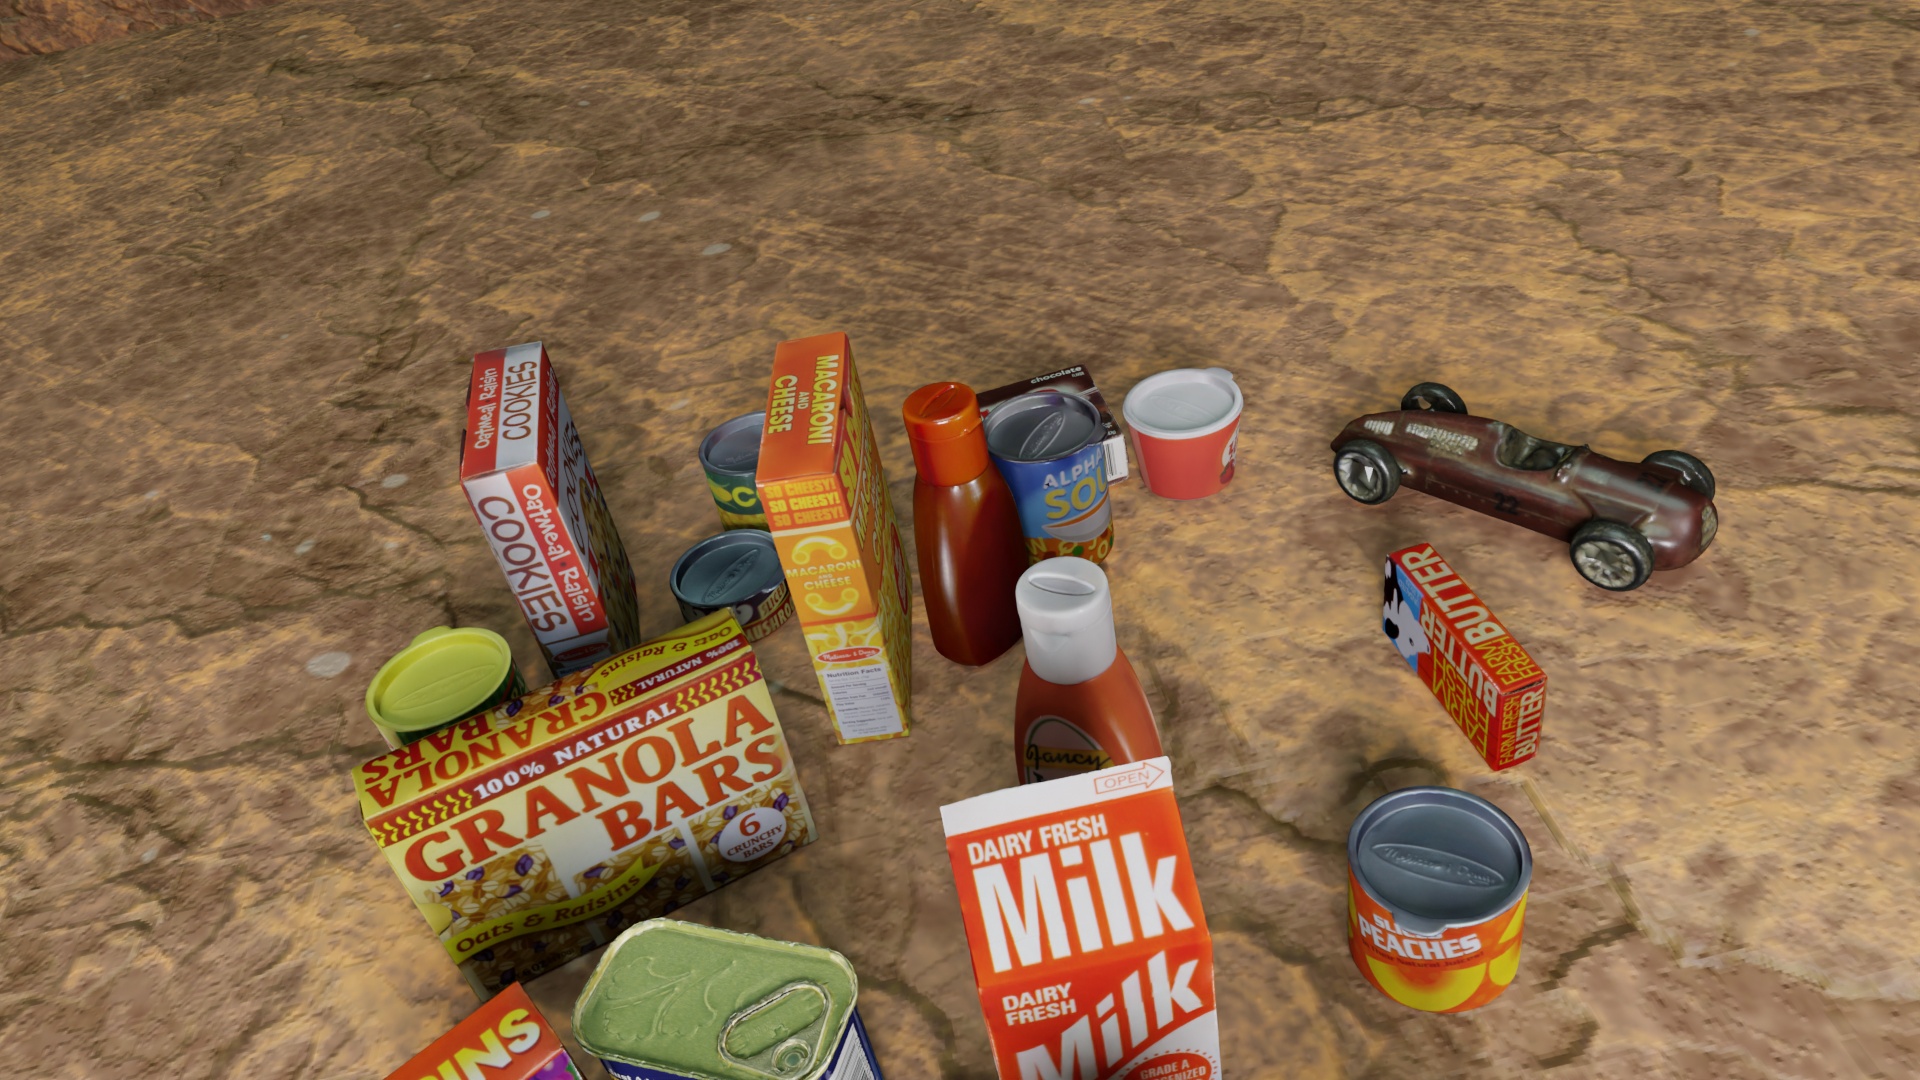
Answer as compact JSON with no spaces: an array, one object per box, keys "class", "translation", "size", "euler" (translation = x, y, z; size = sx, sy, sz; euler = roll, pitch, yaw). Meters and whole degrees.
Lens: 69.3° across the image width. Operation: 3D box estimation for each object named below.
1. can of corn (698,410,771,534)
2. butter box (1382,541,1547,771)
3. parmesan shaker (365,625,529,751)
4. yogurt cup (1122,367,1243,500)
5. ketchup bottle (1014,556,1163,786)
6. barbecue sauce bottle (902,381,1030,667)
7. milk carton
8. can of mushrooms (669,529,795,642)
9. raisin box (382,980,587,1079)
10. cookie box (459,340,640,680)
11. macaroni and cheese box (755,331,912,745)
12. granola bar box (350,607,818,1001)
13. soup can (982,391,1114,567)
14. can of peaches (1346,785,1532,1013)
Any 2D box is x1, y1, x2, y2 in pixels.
[{"class":"can of corn","translation":[-0.117,-0.036,0.839],"size":[0.071,0.058,0.071],"euler":[-7,38,6]},{"class":"butter box","translation":[0.230,0.052,0.641],"size":[0.024,0.052,0.104],"euler":[-16,38,-6]},{"class":"parmesan shaker","translation":[-0.229,0.099,0.661],"size":[0.071,0.102,0.072],"euler":[-7,38,6]},{"class":"yogurt cup","translation":[0.131,-0.060,0.808],"size":[0.072,0.053,0.073],"euler":[-7,38,6]},{"class":"ketchup bottle","translation":[0.051,0.073,0.583],"size":[0.065,0.148,0.044],"euler":[9,42,25]},{"class":"barbecue sauce bottle","translation":[0.002,-0.009,0.700],"size":[0.044,0.147,0.065],"euler":[17,46,32]},{"class":"milk carton","translation":[0.042,0.143,0.463],"size":[0.072,0.189,0.074],"euler":[-13,38,-1]},{"class":"can of mushrooms","translation":[-0.125,0.027,0.782],"size":[0.071,0.033,0.071],"euler":[-7,38,6]},{"class":"raisin box","translation":[-0.158,0.221,0.471],"size":[0.086,0.122,0.040],"euler":[-34,43,-26]},{"class":"cookie box","translation":[-0.213,-0.004,0.735],"size":[0.040,0.166,0.123],"euler":[-16,38,-5]},{"class":"macaroni and cheese box","translation":[-0.057,-0.001,0.692],"size":[0.040,0.165,0.124],"euler":[-8,38,5]},{"class":"granola bar box","translation":[-0.155,0.115,0.604],"size":[0.166,0.123,0.039],"euler":[-24,39,-15]},{"class":"soup can","translation":[0.051,-0.029,0.766],"size":[0.071,0.083,0.072],"euler":[-7,38,6]},{"class":"can of peaches","translation":[0.183,0.140,0.537],"size":[0.071,0.057,0.071],"euler":[-7,38,6]}]
